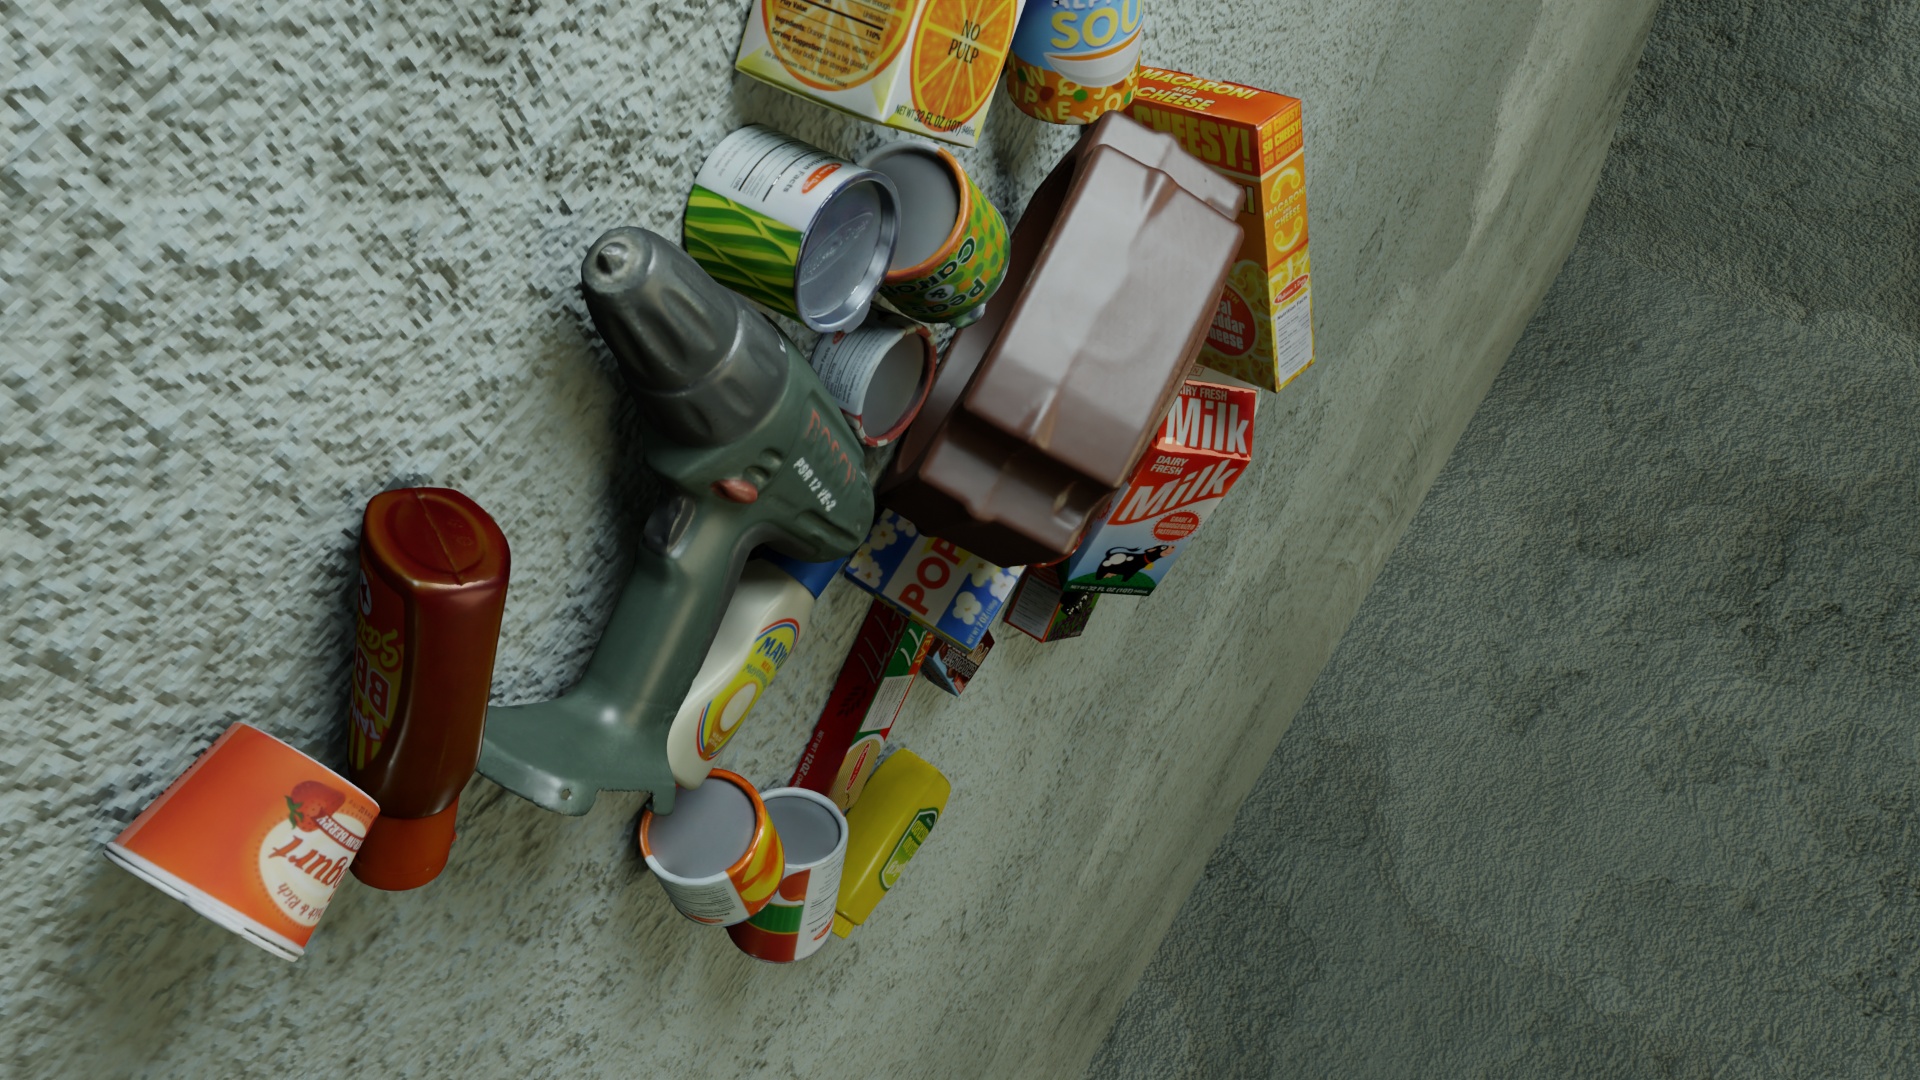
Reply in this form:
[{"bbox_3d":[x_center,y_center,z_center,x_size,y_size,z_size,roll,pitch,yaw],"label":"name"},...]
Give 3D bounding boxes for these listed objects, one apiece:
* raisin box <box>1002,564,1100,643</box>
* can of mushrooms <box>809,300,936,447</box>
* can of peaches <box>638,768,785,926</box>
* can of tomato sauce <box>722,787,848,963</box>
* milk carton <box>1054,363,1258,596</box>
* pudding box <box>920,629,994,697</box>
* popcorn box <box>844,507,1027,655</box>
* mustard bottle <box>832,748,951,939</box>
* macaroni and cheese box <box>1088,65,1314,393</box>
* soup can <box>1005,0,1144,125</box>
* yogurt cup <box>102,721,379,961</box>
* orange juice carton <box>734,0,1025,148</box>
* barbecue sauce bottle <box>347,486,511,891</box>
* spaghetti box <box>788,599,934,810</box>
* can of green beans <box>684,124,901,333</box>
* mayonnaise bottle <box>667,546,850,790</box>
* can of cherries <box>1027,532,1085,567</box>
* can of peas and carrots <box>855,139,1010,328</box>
[{"bbox_3d":[0.088,0.014,1.066,0.086,0.040,0.123,3,113,-65],"label":"raisin box"},{"bbox_3d":[-0.042,-0.081,0.682,0.071,0.033,0.070,-47,153,-33],"label":"can of mushrooms"},{"bbox_3d":[-0.130,0.159,0.731,0.071,0.071,0.057,-50,155,-26],"label":"can of peaches"},{"bbox_3d":[-0.106,0.199,0.829,0.071,0.071,0.082,-35,145,-48],"label":"can of tomato sauce"},{"bbox_3d":[0.127,-0.048,0.921,0.072,0.074,0.189,6,140,-23],"label":"milk carton"},{"bbox_3d":[-0.008,0.067,0.931,0.050,0.030,0.083,-55,157,-14],"label":"pudding box"},{"bbox_3d":[0.003,-0.010,0.786,0.127,0.085,0.038,-57,177,-10],"label":"popcorn box"},{"bbox_3d":[-0.067,0.222,0.958,0.160,0.049,0.065,-56,155,-15],"label":"mustard bottle"},{"bbox_3d":[0.136,-0.178,0.786,0.040,0.124,0.165,-38,135,-25],"label":"macaroni and cheese box"},{"bbox_3d":[0.055,-0.246,0.649,0.071,0.071,0.083,-50,155,-27],"label":"soup can"},{"bbox_3d":[-0.228,0.095,0.449,0.054,0.072,0.072,-60,159,-25],"label":"yogurt cup"},{"bbox_3d":[-0.008,-0.250,0.507,0.072,0.073,0.192,-13,127,-61],"label":"orange juice carton"},{"bbox_3d":[-0.190,0.058,0.487,0.044,0.065,0.147,-5,127,-36],"label":"barbecue sauce bottle"},{"bbox_3d":[-0.036,0.053,0.857,0.249,0.029,0.050,-65,158,7],"label":"spaghetti box"},{"bbox_3d":[-0.066,-0.123,0.548,0.071,0.058,0.071,-47,153,-32],"label":"can of green beans"},{"bbox_3d":[-0.107,0.049,0.682,0.148,0.041,0.064,-55,157,-15],"label":"mayonnaise bottle"},{"bbox_3d":[0.046,-0.022,0.899,0.072,0.071,0.058,-54,158,-19],"label":"can of cherries"},{"bbox_3d":[-0.017,-0.136,0.625,0.071,0.071,0.058,-62,157,0],"label":"can of peas and carrots"}]
